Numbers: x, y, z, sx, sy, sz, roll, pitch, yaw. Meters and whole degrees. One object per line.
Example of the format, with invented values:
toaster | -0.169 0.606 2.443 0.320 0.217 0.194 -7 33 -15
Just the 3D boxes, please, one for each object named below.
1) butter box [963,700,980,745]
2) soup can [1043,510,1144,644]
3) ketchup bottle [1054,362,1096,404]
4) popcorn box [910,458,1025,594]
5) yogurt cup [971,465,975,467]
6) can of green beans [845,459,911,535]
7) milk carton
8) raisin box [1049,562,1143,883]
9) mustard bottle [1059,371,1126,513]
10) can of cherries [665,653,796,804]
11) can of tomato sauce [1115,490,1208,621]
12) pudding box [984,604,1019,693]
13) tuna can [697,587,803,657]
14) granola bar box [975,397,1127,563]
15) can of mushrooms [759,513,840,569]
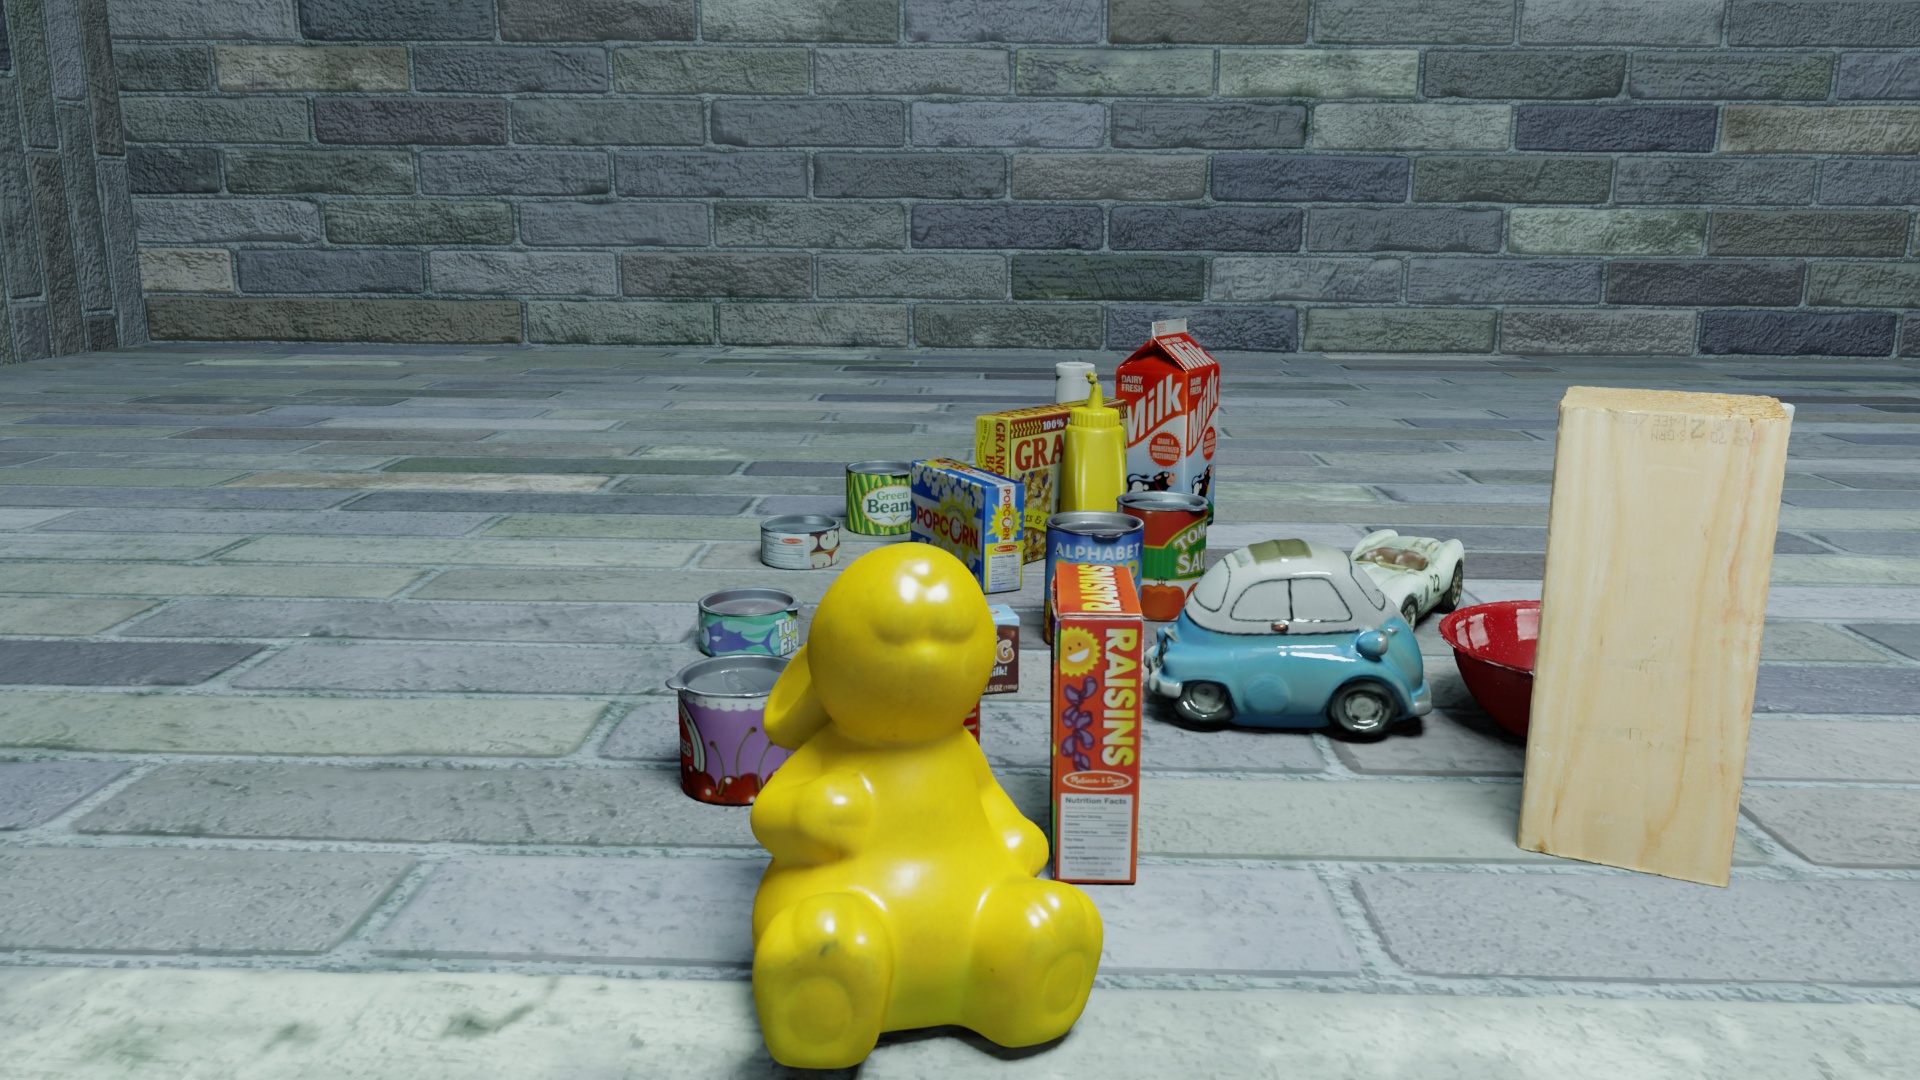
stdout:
butter box | -0.018 0.084 0.763 0.024 0.053 0.103 -5 14 -21
soup can | 0.089 0.028 0.933 0.071 0.083 0.071 0 13 0
ketchup bottle | 0.105 -0.089 1.283 0.043 0.148 0.065 -2 13 -10
popcorn box | 0.004 -0.014 1.102 0.038 0.085 0.127 -7 15 -28
yogurt cup | 0.019 -0.037 1.265 0.072 0.053 0.072 0 13 0
can of green beans | -0.072 -0.039 1.265 0.071 0.057 0.071 0 13 0
milk carton | 0.187 -0.105 1.263 0.073 0.190 0.072 9 15 32
raisin box | 0.059 0.080 0.630 0.040 0.123 0.086 1 13 3
mustard bottle | 0.108 -0.057 1.123 0.049 0.159 0.065 -3 13 -13
can of cherries | -0.112 0.095 0.702 0.071 0.058 0.071 0 13 0
can of tomato sauce | 0.147 0.011 1.008 0.071 0.083 0.071 0 13 0
pudding box | -0.007 0.067 0.839 0.084 0.049 0.030 -3 13 -14
tuna can | -0.138 0.055 0.921 0.071 0.032 0.071 0 13 0
granola bar box | 0.080 -0.053 1.183 0.039 0.124 0.166 11 17 40
can of mushrooms | -0.131 0.000 1.150 0.071 0.033 0.071 0 13 0
